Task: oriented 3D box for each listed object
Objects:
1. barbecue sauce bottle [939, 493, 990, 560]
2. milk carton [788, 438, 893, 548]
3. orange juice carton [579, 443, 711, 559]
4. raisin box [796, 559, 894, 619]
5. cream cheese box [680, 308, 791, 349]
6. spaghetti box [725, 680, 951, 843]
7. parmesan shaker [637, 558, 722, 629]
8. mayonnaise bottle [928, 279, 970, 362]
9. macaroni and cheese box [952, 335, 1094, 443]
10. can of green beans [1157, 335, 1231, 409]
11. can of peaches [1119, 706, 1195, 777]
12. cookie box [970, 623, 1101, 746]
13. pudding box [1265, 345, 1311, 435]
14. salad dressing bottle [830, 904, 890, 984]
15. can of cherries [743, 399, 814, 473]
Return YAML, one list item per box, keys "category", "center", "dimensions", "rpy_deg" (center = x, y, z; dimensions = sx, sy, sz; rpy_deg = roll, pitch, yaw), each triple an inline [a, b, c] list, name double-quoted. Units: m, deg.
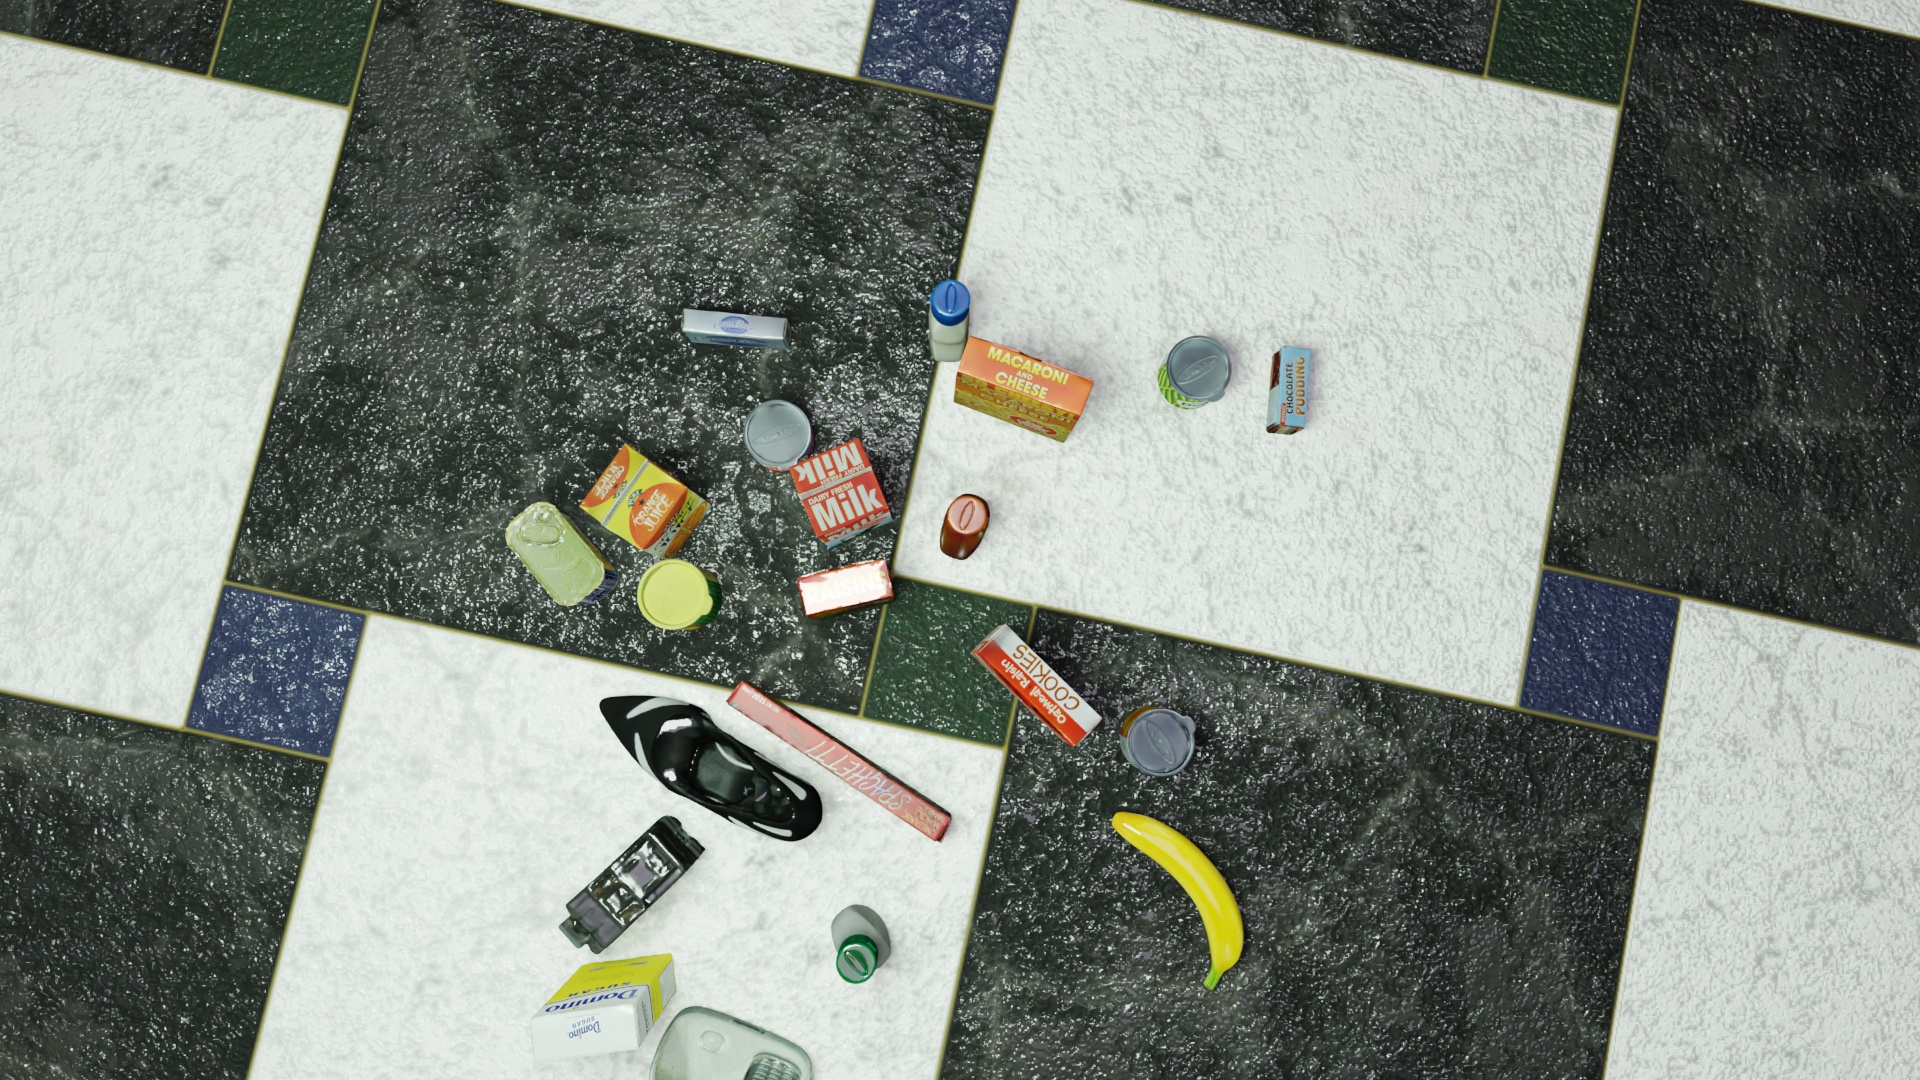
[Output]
- category: "barbecue sauce bottle"
  center: [0.005, -0.017, 1.341]
  dimensions: [0.044, 0.148, 0.065]
  rpy_deg: [22, 85, 0]
- category: "milk carton"
  center: [-0.112, -0.045, 1.319]
  dimensions: [0.072, 0.190, 0.073]
  rpy_deg: [-23, 86, -3]
- category: "orange juice carton"
  center: [-0.298, -0.035, 1.311]
  dimensions: [0.073, 0.192, 0.072]
  rpy_deg: [35, 85, 1]
- category: "raisin box"
  center: [-0.108, 0.048, 1.344]
  dimensions: [0.086, 0.123, 0.040]
  rpy_deg: [-12, 86, -3]
- category: "cream cheese box"
  center: [-0.225, -0.212, 1.400]
  dimensions: [0.104, 0.053, 0.024]
  rpy_deg: [5, 85, -1]
- category: "spaghetti box"
  center: [-0.117, 0.216, 1.364]
  dimensions: [0.250, 0.050, 0.029]
  rpy_deg: [33, 85, 1]
- category: "parmesan shaker"
  center: [-0.268, 0.055, 1.348]
  dimensions: [0.071, 0.103, 0.071]
  rpy_deg: [0, 85, -2]
- category: "mayonnaise bottle"
  center: [-0.010, -0.218, 1.360]
  dimensions: [0.041, 0.148, 0.065]
  rpy_deg: [3, 85, -1]
- category: "macaroni and cheese box"
  center: [0.057, -0.145, 1.346]
  dimensions: [0.124, 0.166, 0.040]
  rpy_deg: [20, 85, 0]
- category: "can of green beans"
  center: [0.236, -0.169, 1.408]
  dimensions: [0.071, 0.058, 0.071]
  rpy_deg: [0, 85, -2]
- category: "can of peaches"
  center: [0.195, 0.197, 1.372]
  dimensions: [0.071, 0.058, 0.071]
  rpy_deg: [0, 85, -2]
- category: "cookie box"
  center: [0.068, 0.137, 1.319]
  dimensions: [0.123, 0.167, 0.040]
  rpy_deg: [44, 85, 2]
- category: "pudding box"
  center: [0.334, -0.153, 1.413]
  dimensions: [0.030, 0.049, 0.083]
  rpy_deg: [6, 85, -1]
- category: "salad dressing bottle"
  center: [-0.095, 0.379, 1.300]
  dimensions: [0.044, 0.147, 0.064]
  rpy_deg: [-43, 88, -4]
- category: "can of cherries"
  center: [-0.180, -0.100, 1.388]
  dimensions: [0.071, 0.058, 0.071]
  rpy_deg: [0, 85, -2]
